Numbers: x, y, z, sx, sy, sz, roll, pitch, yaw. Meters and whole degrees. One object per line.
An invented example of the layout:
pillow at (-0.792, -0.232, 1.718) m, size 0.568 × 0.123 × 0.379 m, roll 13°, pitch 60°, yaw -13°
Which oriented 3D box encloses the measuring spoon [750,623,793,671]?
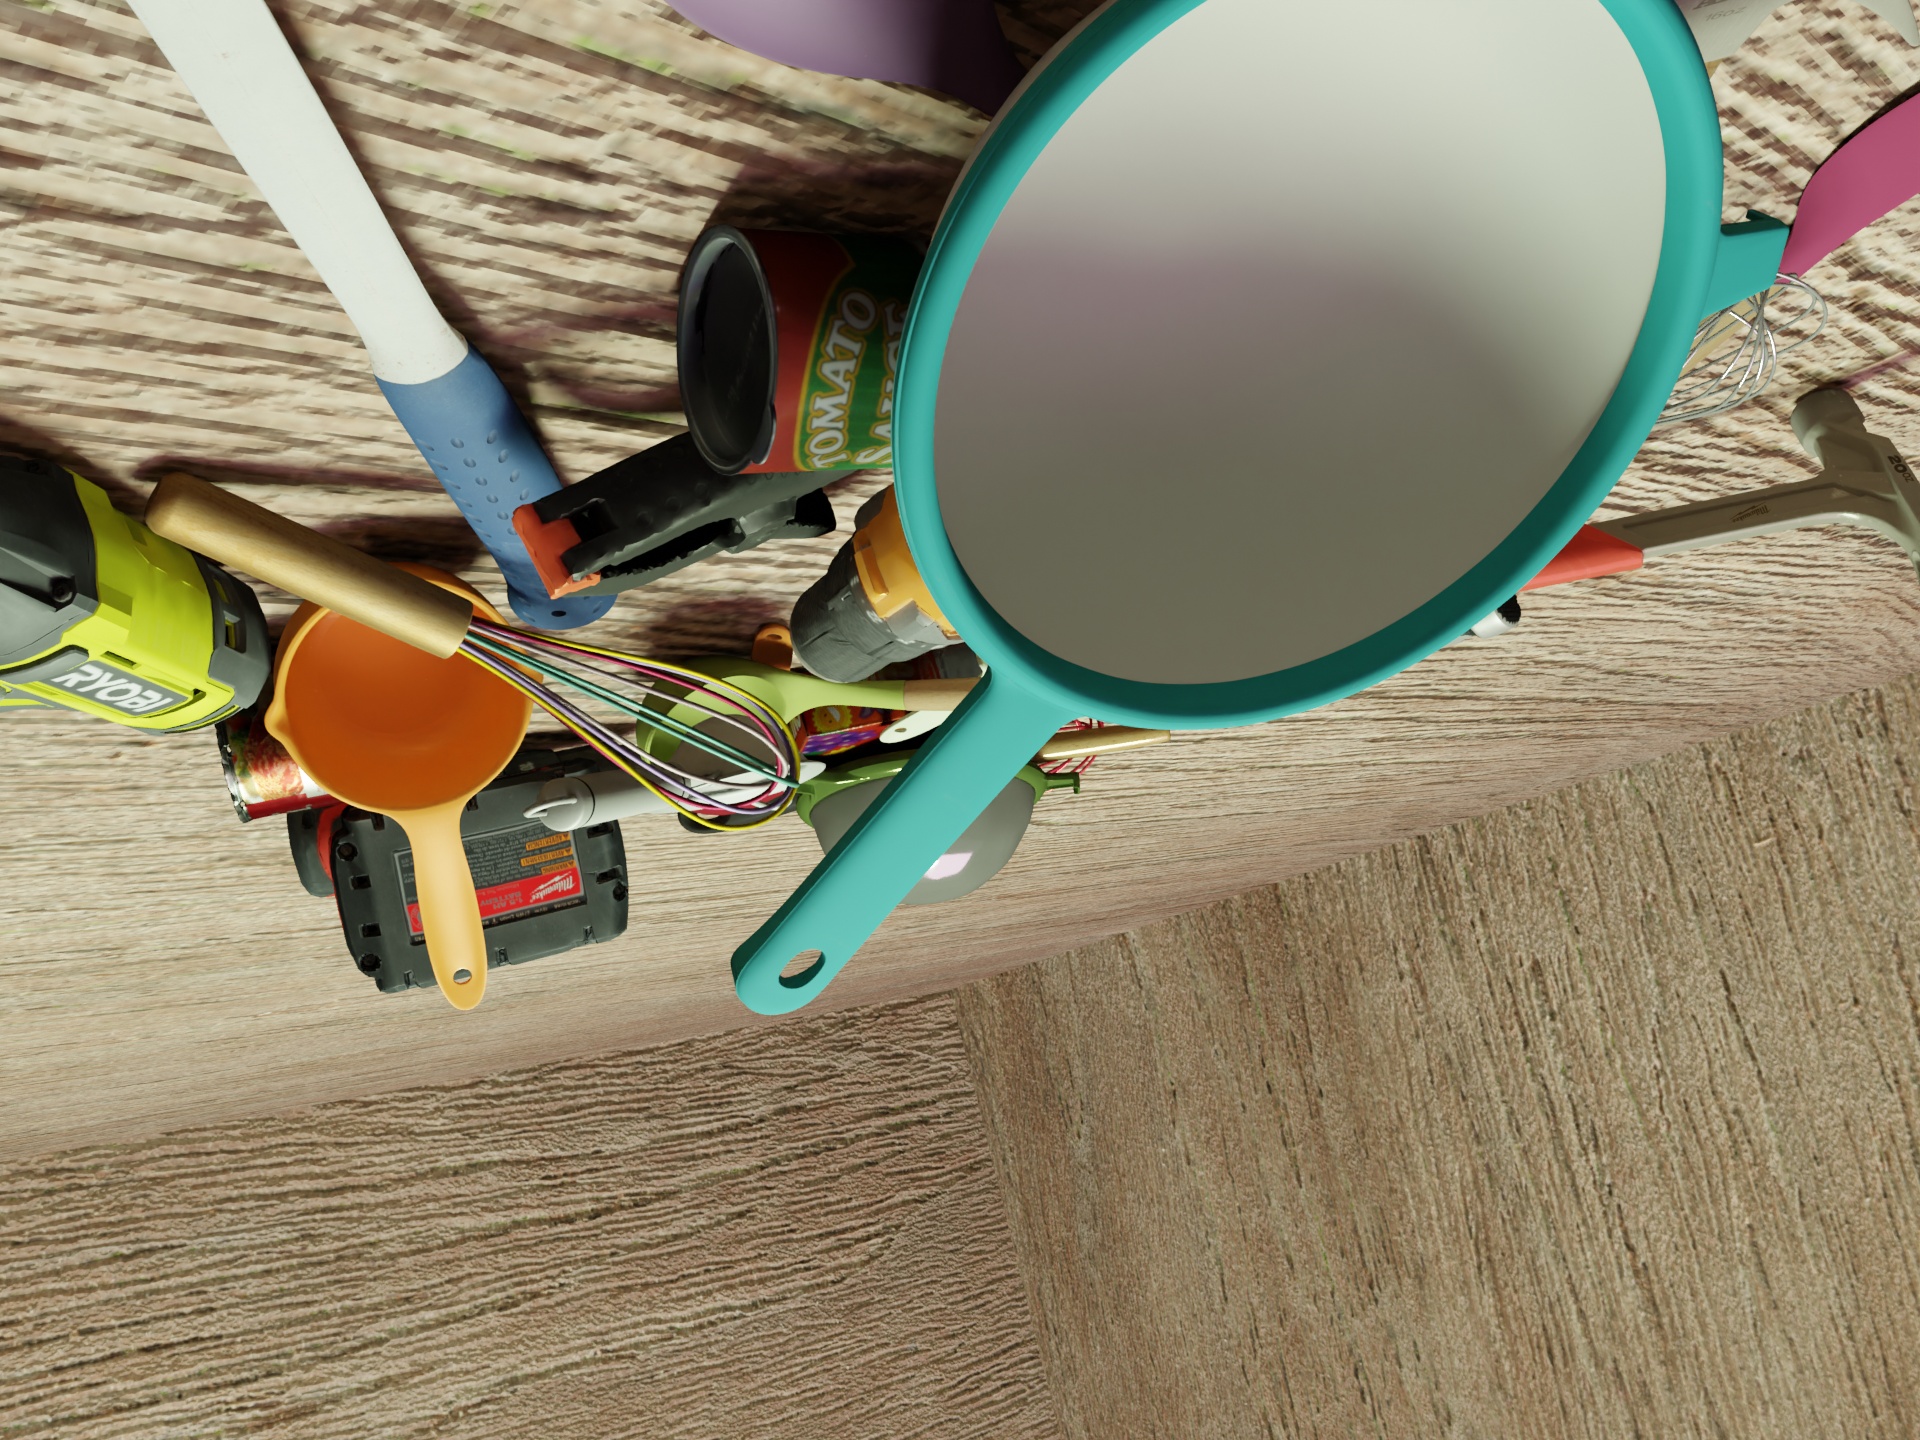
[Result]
measuring spoon at (-0.098, -0.029, 0.820) m, size 0.021 × 0.011 × 0.117 m, roll 3°, pitch 161°, yaw -8°

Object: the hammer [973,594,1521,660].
hammer at (0.171, -0.049, 0.973) m, size 0.408 × 0.036 × 0.149 m, roll -3°, pitch 163°, yaw -40°

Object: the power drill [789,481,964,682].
power drill at (0.056, -0.071, 0.607) m, size 0.226 × 0.084 × 0.185 m, roll -13°, pitch 169°, yaw -37°

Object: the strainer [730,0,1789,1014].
strainer at (0.034, -0.061, 0.427) m, size 0.210 × 0.095 × 0.340 m, roll 24°, pitch 117°, yaw -37°

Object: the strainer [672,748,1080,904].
strainer at (-0.057, 0.063, 0.904) m, size 0.256 × 0.069 × 0.151 m, roll 11°, pitch 154°, yaw -44°

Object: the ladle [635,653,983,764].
ladle at (-0.001, -0.002, 0.770) m, size 0.320 × 0.062 × 0.078 m, roll -1°, pitch 147°, yaw 10°

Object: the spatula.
spatula at (0.022, -0.152, 0.416) m, size 0.060 × 0.018 × 0.315 m, roll -29°, pitch 161°, yaw 26°

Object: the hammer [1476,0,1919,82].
hammer at (0.206, -0.162, 0.546) m, size 0.130 × 0.031 × 0.331 m, roll -15°, pitch 167°, yaw 2°

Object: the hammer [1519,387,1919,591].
hammer at (0.300, -0.077, 0.824) m, size 0.359 × 0.149 × 0.036 m, roll -11°, pitch 140°, yaw 12°

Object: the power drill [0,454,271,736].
power drill at (-0.350, -0.014, 0.474) m, size 0.223 × 0.080 × 0.171 m, roll -19°, pitch 168°, yaw 0°

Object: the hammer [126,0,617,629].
hammer at (-0.139, -0.101, 0.417) m, size 0.144 × 0.035 × 0.405 m, roll -13°, pitch 167°, yaw -5°

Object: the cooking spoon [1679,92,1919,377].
cooking spoon at (0.322, -0.172, 0.657) m, size 0.068 × 0.017 × 0.318 m, roll -10°, pitch 166°, yaw -14°

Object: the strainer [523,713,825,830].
strainer at (-0.119, 0.024, 0.667) m, size 0.087 × 0.050 × 0.258 m, roll -17°, pitch 179°, yaw 11°

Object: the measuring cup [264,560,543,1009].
measuring cup at (-0.204, 0.024, 0.600) m, size 0.095 × 0.173 × 0.052 m, roll -12°, pitch -156°, yaw -22°

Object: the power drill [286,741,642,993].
power drill at (-0.222, 0.053, 0.771) m, size 0.188 × 0.080 × 0.227 m, roll -12°, pitch -171°, yaw -24°

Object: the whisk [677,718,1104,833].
whisk at (-0.050, 0.034, 1.027) m, size 0.296 × 0.073 × 0.073 m, roll -13°, pitch 168°, yaw 16°

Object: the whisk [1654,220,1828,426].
whisk at (0.276, -0.133, 0.696) m, size 0.070 × 0.070 × 0.284 m, roll -13°, pitch 171°, yaw -6°

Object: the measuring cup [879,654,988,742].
measuring cup at (0.012, -0.035, 0.814) m, size 0.083 × 0.038 × 0.167 m, roll 15°, pitch 147°, yaw -41°

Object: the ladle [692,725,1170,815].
ladle at (-0.031, 0.027, 0.960) m, size 0.315 × 0.031 × 0.069 m, roll -8°, pitch -175°, yaw 8°

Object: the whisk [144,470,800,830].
whisk at (-0.153, -0.019, 0.546) m, size 0.244 × 0.051 × 0.047 m, roll 27°, pitch 102°, yaw -33°
